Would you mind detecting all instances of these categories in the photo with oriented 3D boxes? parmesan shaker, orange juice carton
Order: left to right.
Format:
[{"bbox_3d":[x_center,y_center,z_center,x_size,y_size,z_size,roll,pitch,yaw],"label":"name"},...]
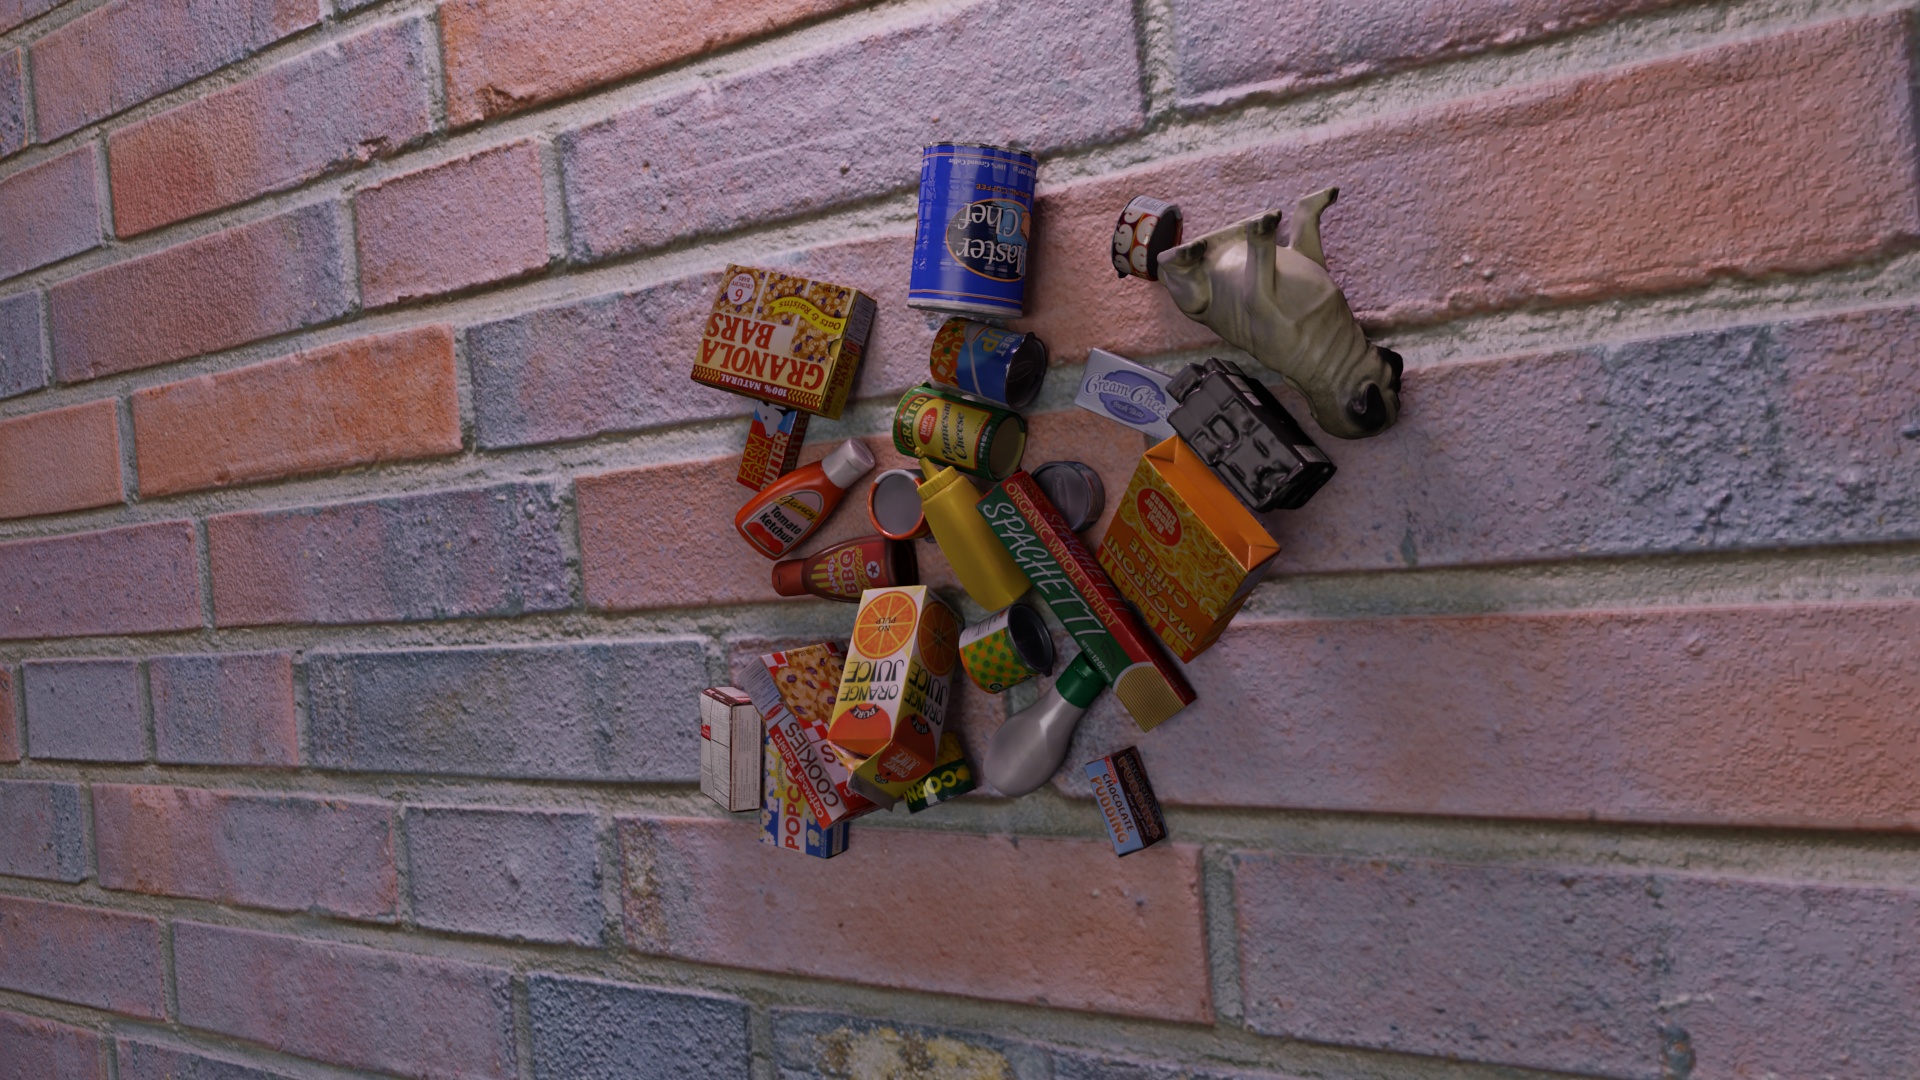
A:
[{"bbox_3d":[-0.060,0.142,1.247,0.073,0.071,0.193,-6,57,31],"label":"orange juice carton"},{"bbox_3d":[0.000,-0.099,1.254,0.103,0.071,0.071,18,102,29],"label":"parmesan shaker"}]

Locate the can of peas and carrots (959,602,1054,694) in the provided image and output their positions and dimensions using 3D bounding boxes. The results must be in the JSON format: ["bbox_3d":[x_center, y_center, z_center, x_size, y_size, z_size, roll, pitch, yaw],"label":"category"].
[{"bbox_3d":[0.042,0.099,1.238,0.058,0.071,0.071,-28,78,30],"label":"can of peas and carrots"}]

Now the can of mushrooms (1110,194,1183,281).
[{"bbox_3d":[0.155,-0.248,1.154,0.033,0.071,0.071,23,104,27],"label":"can of mushrooms"}]

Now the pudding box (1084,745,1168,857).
[{"bbox_3d":[0.143,0.224,1.192,0.030,0.050,0.084,-26,79,31],"label":"pudding box"}]

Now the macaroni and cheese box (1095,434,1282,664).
[{"bbox_3d":[0.176,0.011,1.113,0.124,0.040,0.165,51,155,19],"label":"macaroni and cheese box"}]

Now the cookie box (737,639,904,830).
[{"bbox_3d":[-0.120,0.179,1.305,0.040,0.123,0.168,-40,72,27],"label":"cookie box"}]

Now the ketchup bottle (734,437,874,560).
[{"bbox_3d":[-0.149,-0.044,1.353,0.148,0.044,0.064,-37,114,21],"label":"ketchup bottle"}]

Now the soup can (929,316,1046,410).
[{"bbox_3d":[0.025,-0.161,1.235,0.084,0.071,0.071,21,103,29],"label":"soup can"}]

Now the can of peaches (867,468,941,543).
[{"bbox_3d":[-0.044,-0.032,1.288,0.071,0.058,0.071,1,93,31],"label":"can of peaches"}]

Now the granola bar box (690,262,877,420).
[{"bbox_3d":[-0.175,-0.196,1.355,0.165,0.039,0.124,16,87,29],"label":"granola bar box"}]

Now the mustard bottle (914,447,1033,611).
[{"bbox_3d":[0.004,-0.015,1.235,0.048,0.065,0.160,-29,96,43],"label":"mustard bottle"}]

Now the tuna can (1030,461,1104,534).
[{"bbox_3d":[0.089,-0.037,1.222,0.071,0.033,0.071,2,94,31],"label":"tuna can"}]

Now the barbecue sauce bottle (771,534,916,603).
[{"bbox_3d":[-0.114,0.031,1.342,0.148,0.044,0.065,-7,91,32],"label":"barbecue sauce bottle"}]

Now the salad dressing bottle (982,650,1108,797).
[{"bbox_3d":[0.078,0.163,1.233,0.064,0.044,0.147,46,112,23],"label":"salad dressing bottle"}]

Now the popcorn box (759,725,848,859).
[{"bbox_3d":[-0.154,0.244,1.379,0.085,0.038,0.126,6,95,32],"label":"popcorn box"}]

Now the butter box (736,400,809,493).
[{"bbox_3d":[-0.187,-0.098,1.391,0.053,0.024,0.103,24,104,29],"label":"butter box"}]

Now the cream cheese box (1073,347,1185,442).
[{"bbox_3d":[0.151,-0.123,1.186,0.104,0.024,0.053,27,105,27],"label":"cream cheese box"}]

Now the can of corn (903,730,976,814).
[{"bbox_3d":[-0.026,0.214,1.281,0.071,0.071,0.058,-28,78,29],"label":"can of corn"}]

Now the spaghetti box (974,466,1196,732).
[{"bbox_3d":[0.105,0.050,1.192,0.050,0.029,0.250,-40,83,31],"label":"spaghetti box"}]
